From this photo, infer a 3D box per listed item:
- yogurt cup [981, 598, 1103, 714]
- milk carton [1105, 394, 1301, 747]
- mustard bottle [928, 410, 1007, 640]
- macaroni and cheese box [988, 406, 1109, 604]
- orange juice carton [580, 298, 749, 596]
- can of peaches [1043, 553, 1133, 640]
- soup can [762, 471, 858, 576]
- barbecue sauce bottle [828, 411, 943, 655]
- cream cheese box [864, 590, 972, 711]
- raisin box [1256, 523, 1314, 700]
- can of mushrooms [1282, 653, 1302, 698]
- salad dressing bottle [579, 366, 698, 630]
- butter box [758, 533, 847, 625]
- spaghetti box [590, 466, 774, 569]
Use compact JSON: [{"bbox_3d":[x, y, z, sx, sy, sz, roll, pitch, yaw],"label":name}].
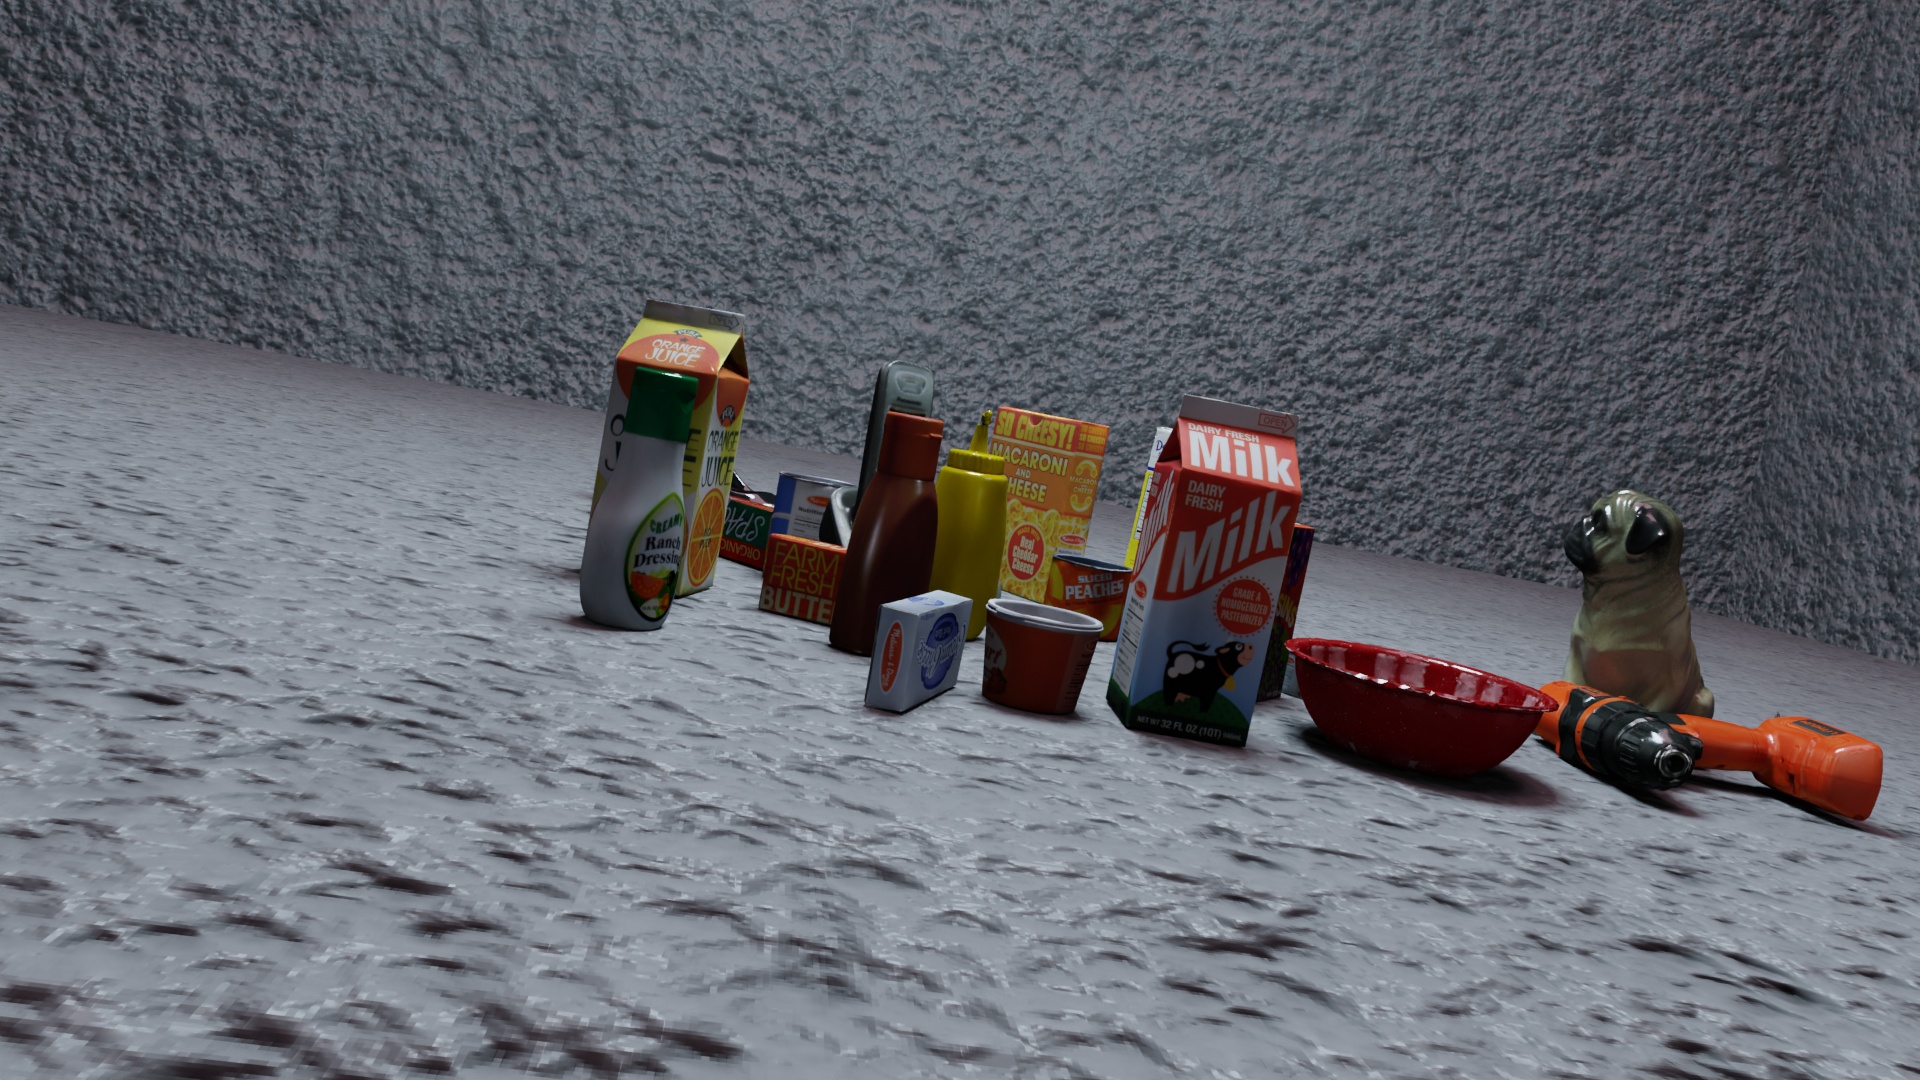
[{"bbox_3d":[0.044,0.067,0.795,0.072,0.054,0.072,11,5,-1],"label":"yogurt cup"},{"bbox_3d":[0.143,0.015,0.804,0.072,0.190,0.073,10,5,-5],"label":"milk carton"},{"bbox_3d":[0.003,-0.012,0.967,0.049,0.160,0.065,14,6,30],"label":"mustard bottle"},{"bbox_3d":[0.068,-0.033,1.277,0.040,0.166,0.124,7,6,-37],"label":"macaroni and cheese box"},{"bbox_3d":[-0.196,-0.064,0.943,0.072,0.192,0.073,11,5,7],"label":"orange juice carton"},{"bbox_3d":[0.100,0.045,1.101,0.071,0.058,0.071,11,5,-1],"label":"can of peaches"},{"bbox_3d":[-0.116,-0.008,1.087,0.071,0.083,0.071,11,5,-1],"label":"soup can"},{"bbox_3d":[-0.041,-0.004,0.862,0.044,0.148,0.065,14,6,35],"label":"barbecue sauce bottle"},{"bbox_3d":[-0.022,0.058,0.754,0.024,0.053,0.104,12,6,15],"label":"cream cheese box"},{"bbox_3d":[0.199,0.046,0.949,0.040,0.123,0.086,14,6,34],"label":"raisin box"},{"bbox_3d":[0.264,0.097,1.013,0.071,0.033,0.071,11,5,-1],"label":"can of mushrooms"},{"bbox_3d":[-0.182,-0.024,0.799,0.044,0.147,0.064,13,5,25],"label":"salad dressing bottle"},{"bbox_3d":[-0.082,0.030,0.927,0.103,0.053,0.024,12,5,16],"label":"butter box"},{"bbox_3d":[-0.234,-0.023,1.193,0.250,0.050,0.029,15,7,40],"label":"spaghetti box"}]
